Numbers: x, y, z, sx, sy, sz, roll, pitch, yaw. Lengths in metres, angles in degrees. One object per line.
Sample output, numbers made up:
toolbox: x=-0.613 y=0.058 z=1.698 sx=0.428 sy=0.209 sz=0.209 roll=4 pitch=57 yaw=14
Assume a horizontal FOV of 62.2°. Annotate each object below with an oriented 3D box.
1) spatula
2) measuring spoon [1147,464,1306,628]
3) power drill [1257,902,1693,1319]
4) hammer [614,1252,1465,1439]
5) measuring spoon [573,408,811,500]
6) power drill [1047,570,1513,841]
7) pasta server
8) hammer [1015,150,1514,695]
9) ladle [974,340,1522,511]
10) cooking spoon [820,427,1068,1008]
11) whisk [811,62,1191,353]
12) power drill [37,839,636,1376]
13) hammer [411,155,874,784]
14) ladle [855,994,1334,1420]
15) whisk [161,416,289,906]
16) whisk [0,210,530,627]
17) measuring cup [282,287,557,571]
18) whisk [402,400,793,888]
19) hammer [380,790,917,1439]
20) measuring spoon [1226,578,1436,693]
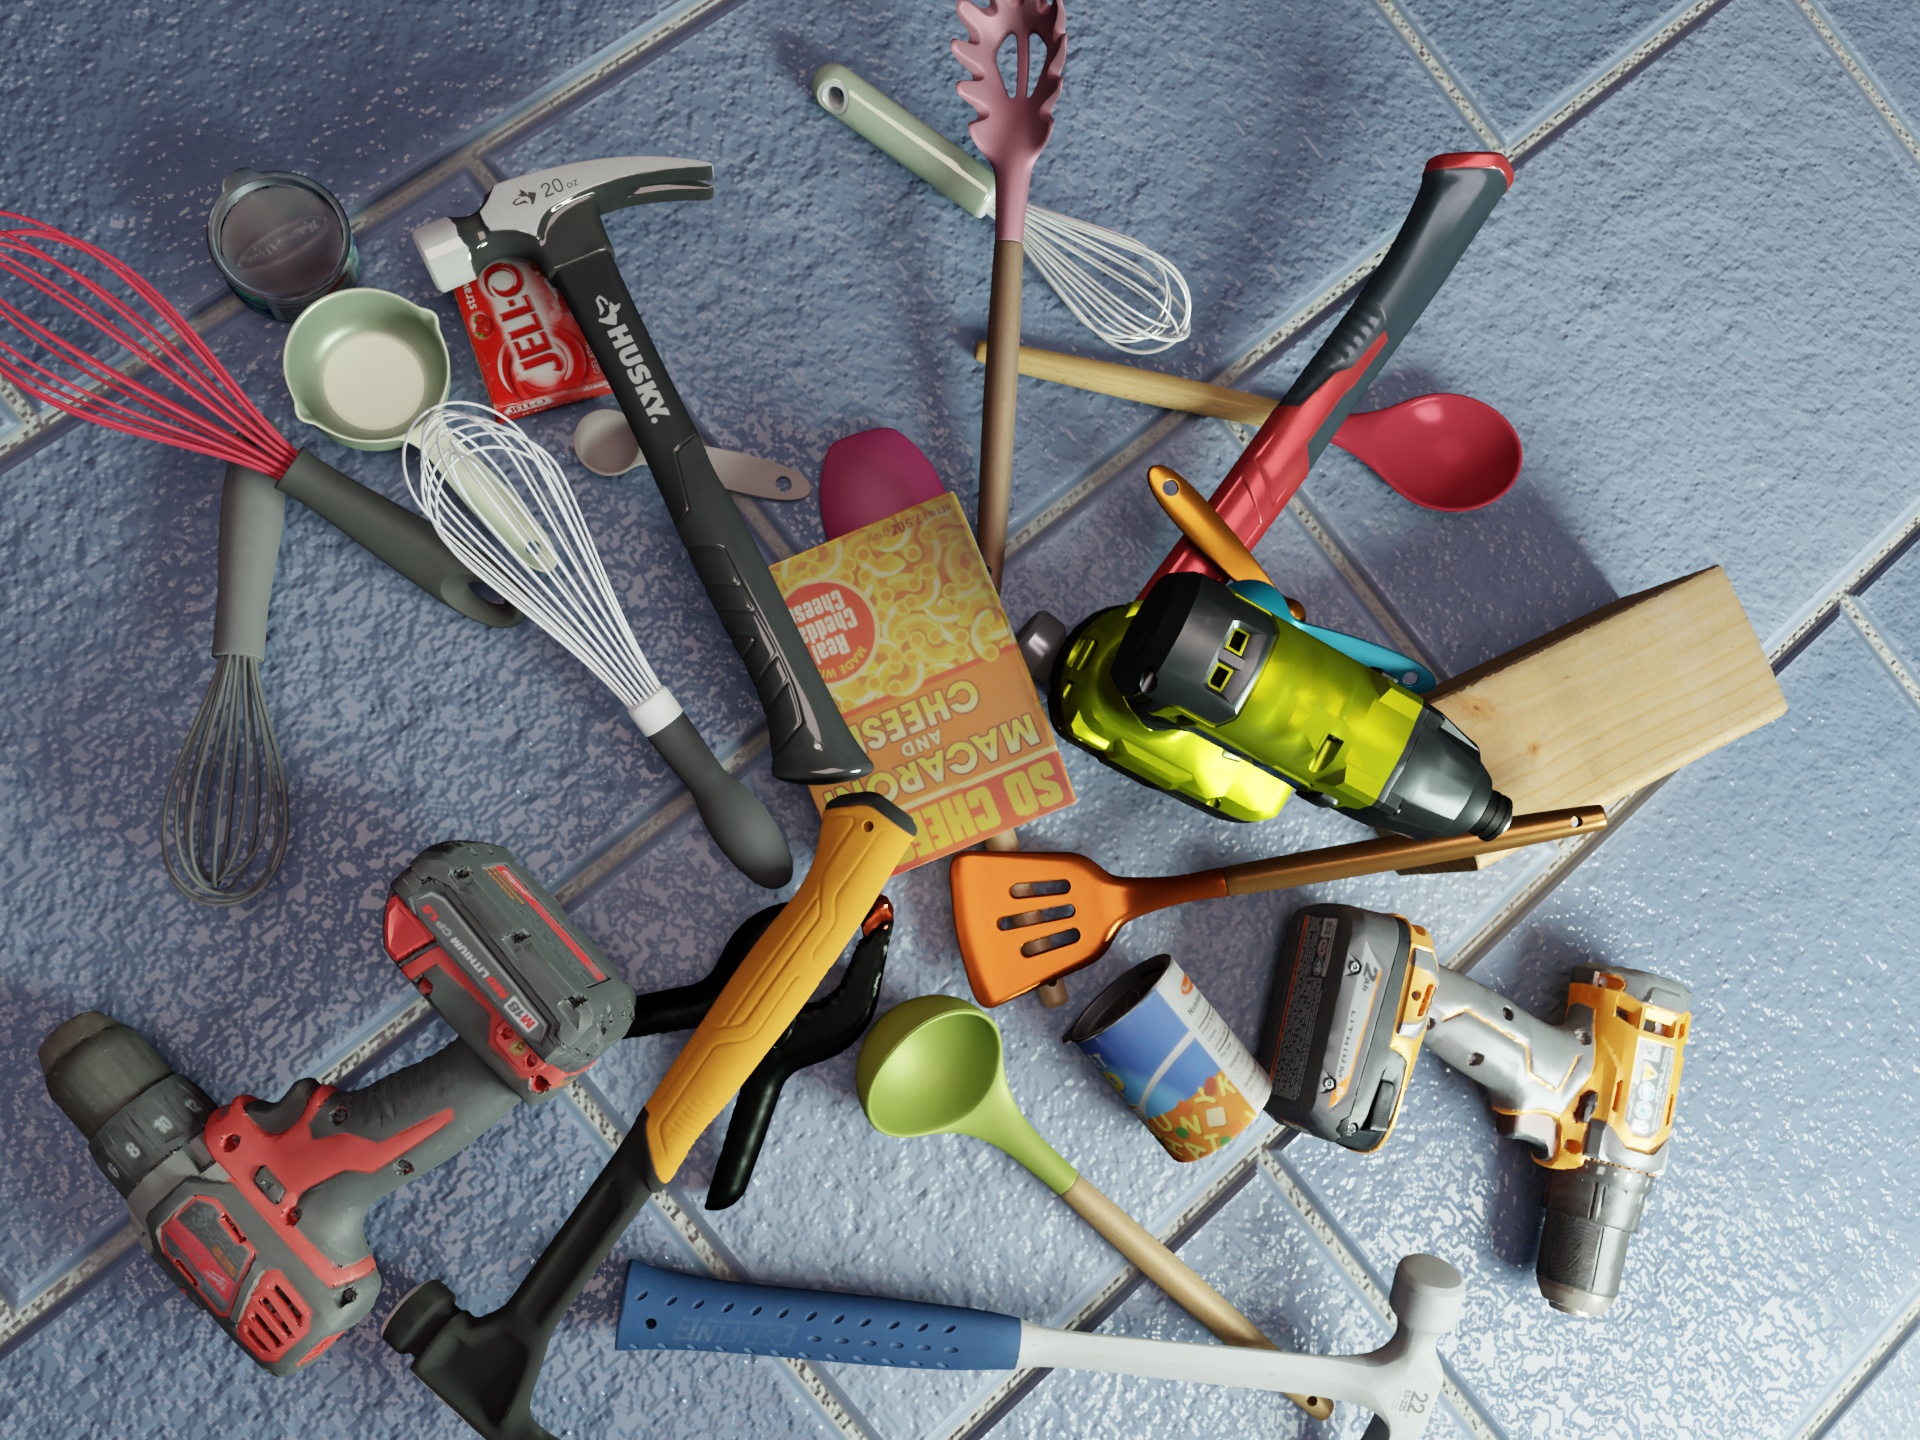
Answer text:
spatula: x=0.157 y=0.078 z=0.796 sx=0.322 sy=0.041 sz=0.081 roll=-11 pitch=85 yaw=10
measuring spoon: x=0.139 y=-0.089 z=0.825 sx=0.021 sy=0.011 sz=0.117 roll=-45 pitch=97 yaw=-7
power drill: x=0.272 y=0.203 z=0.837 sx=0.226 sy=0.084 sz=0.185 roll=17 pitch=81 yaw=-14
hammer: x=0.037 y=0.312 z=0.777 sx=0.405 sy=0.035 sz=0.144 roll=8 pitch=104 yaw=-7
measuring spoon: x=-0.139 y=-0.132 z=0.826 sx=0.124 sy=0.018 sz=0.034 roll=11 pitch=82 yaw=-17
power drill: x=0.132 y=0.001 z=0.717 sx=0.171 sy=0.223 sz=0.080 roll=28 pitch=87 yaw=-9
pasta server: x=0.021 y=-0.222 z=0.828 sx=0.060 sy=0.040 sz=0.316 roll=5 pitch=95 yaw=16
hammer: x=0.191 y=-0.142 z=0.859 sx=0.143 sy=0.038 sz=0.386 roll=37 pitch=84 yaw=-6
ladle: x=0.161 y=-0.173 z=0.887 sx=0.315 sy=0.031 sz=0.069 roll=10 pitch=83 yaw=-9
cooking spoon: x=-0.001 y=-0.003 z=0.833 sx=0.068 sy=0.017 sz=0.319 roll=-18 pitch=87 yaw=-11
whisk: x=0.023 y=-0.280 z=0.865 sx=0.246 sy=0.057 sz=0.059 roll=35 pitch=43 yaw=-3
power drill: x=-0.282 y=0.152 z=0.711 sx=0.226 sy=0.080 sz=0.188 roll=-44 pitch=86 yaw=0
hammer: x=-0.127 y=-0.119 z=0.770 sx=0.146 sy=0.035 sz=0.335 roll=-26 pitch=85 yaw=-11
ladle: x=0.075 y=0.254 z=0.798 sx=0.320 sy=0.062 sz=0.078 roll=43 pitch=90 yaw=-7
whisk: x=-0.338 y=-0.031 z=0.751 sx=0.055 sy=0.055 sz=0.239 roll=2 pitch=78 yaw=-12
whisk: x=-0.326 y=-0.128 z=0.730 sx=0.295 sy=0.073 sz=0.073 roll=35 pitch=76 yaw=-25
measuring cup: x=-0.260 y=-0.136 z=0.788 sx=0.083 sy=0.038 sz=0.167 roll=-43 pitch=100 yaw=-14
whisk: x=-0.166 y=-0.031 z=0.769 sx=0.070 sy=0.070 sz=0.284 roll=-39 pitch=105 yaw=-14
hammer: x=-0.120 y=0.181 z=0.728 sx=0.127 sy=0.034 sz=0.337 roll=34 pitch=87 yaw=15
measuring spoon: x=0.189 y=-0.035 z=0.819 sx=0.128 sy=0.021 sz=0.042 roll=19 pitch=115 yaw=-7
